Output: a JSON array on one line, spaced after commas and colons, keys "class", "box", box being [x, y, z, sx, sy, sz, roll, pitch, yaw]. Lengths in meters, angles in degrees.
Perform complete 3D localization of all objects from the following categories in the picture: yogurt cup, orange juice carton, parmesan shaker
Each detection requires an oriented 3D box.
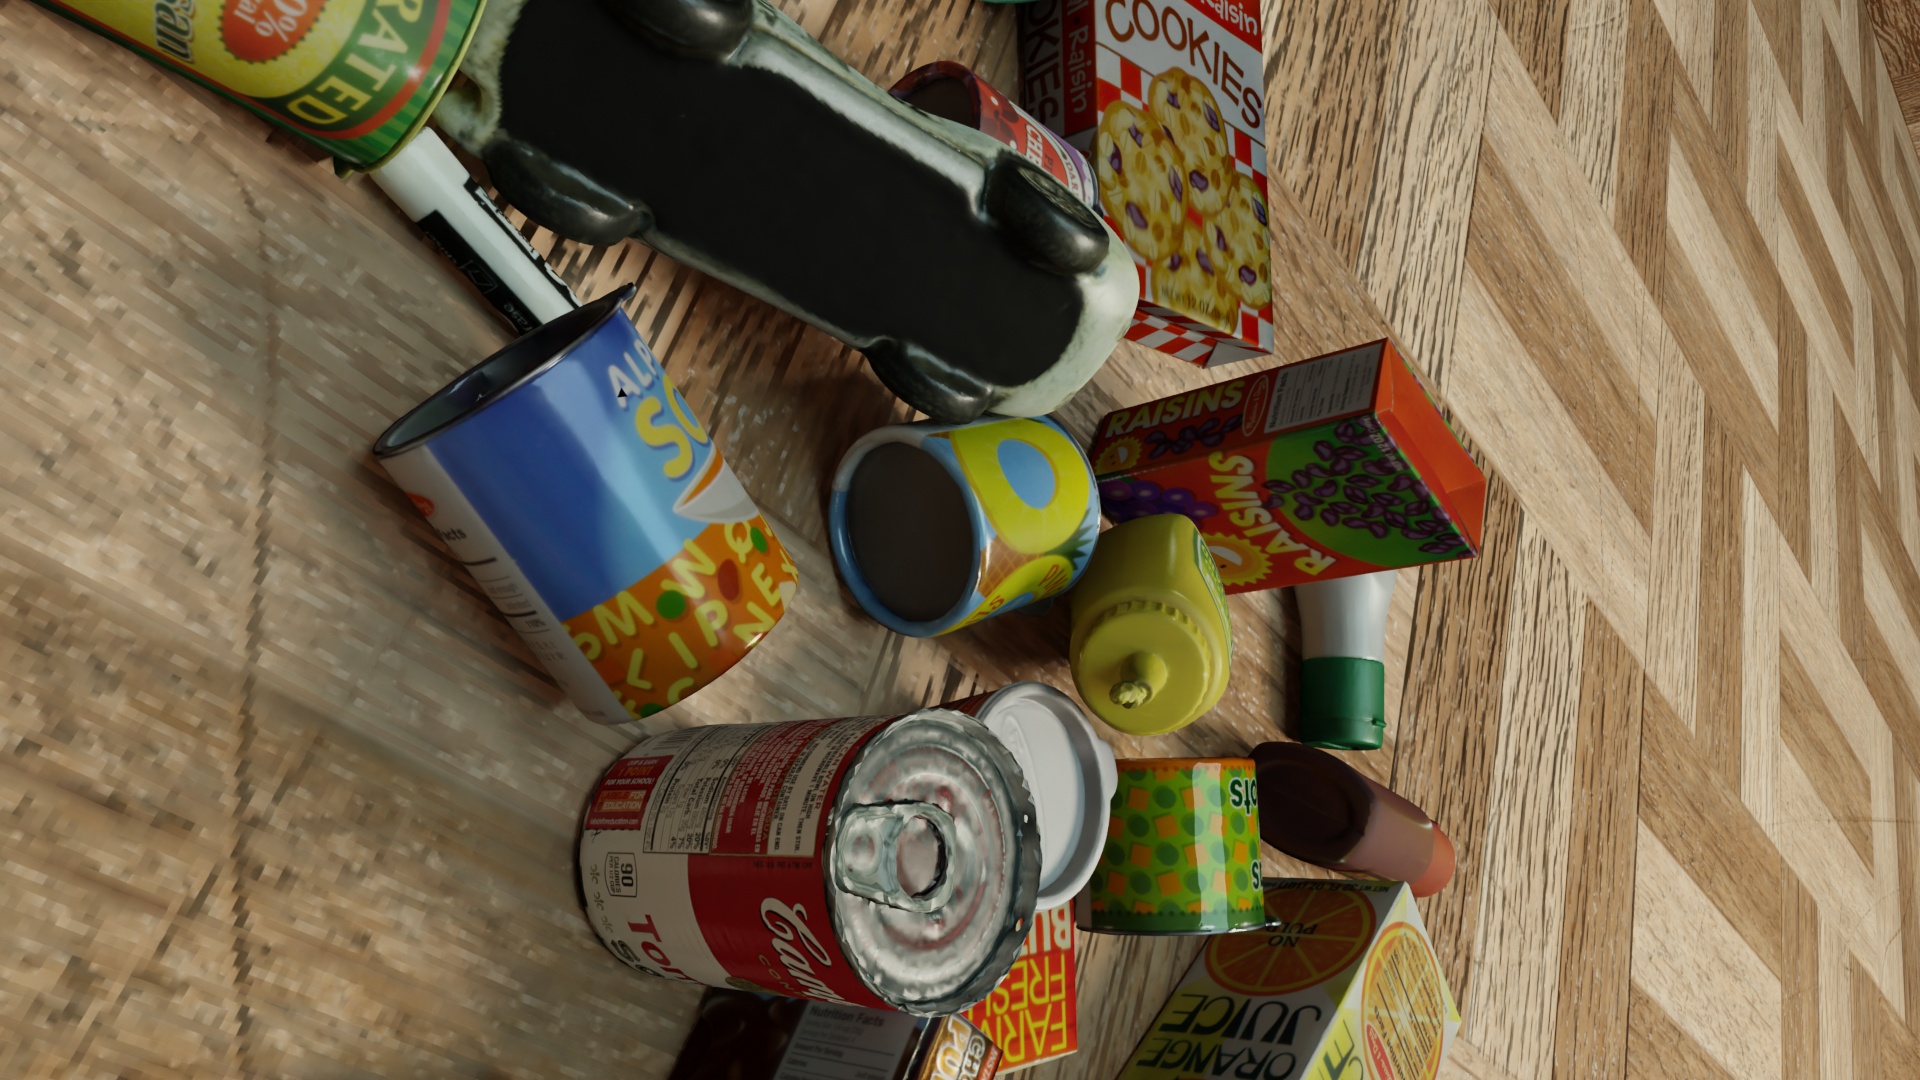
[{"class": "yogurt cup", "box": [0.005, 0.079, 0.430, 0.072, 0.054, 0.072, 12, 73, -45]}, {"class": "orange juice carton", "box": [0.109, 0.209, 0.503, 0.194, 0.071, 0.073, -39, 111, -44]}, {"class": "parmesan shaker", "box": [-0.161, -0.128, 0.288, 0.103, 0.071, 0.071, 24, 65, -42]}]

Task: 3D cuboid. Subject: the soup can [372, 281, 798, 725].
[{"class": "soup can", "box": [-0.086, -0.009, 0.339, 0.083, 0.071, 0.072, 58, 46, -22]}]

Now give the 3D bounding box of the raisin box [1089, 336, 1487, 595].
[{"class": "raisin box", "box": [0.121, -0.021, 0.526, 0.086, 0.123, 0.040, 43, 52, -34]}]

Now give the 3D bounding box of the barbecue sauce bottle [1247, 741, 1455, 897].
[{"class": "barbecue sauce bottle", "box": [0.176, 0.126, 0.603, 0.148, 0.065, 0.043, 30, 85, -49]}]

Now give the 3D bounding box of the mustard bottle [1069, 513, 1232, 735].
[{"class": "mustard bottle", "box": [0.063, 0.032, 0.459, 0.160, 0.049, 0.065, -45, 117, -76]}]

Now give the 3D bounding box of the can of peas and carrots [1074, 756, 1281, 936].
[{"class": "can of peas and carrots", "box": [0.075, 0.106, 0.488, 0.071, 0.071, 0.059, 9, 75, -46]}]

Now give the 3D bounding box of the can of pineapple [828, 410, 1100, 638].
[{"class": "can of pineapple", "box": [0.002, -0.005, 0.435, 0.058, 0.071, 0.071, -15, 93, -47]}]

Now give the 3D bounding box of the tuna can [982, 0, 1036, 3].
[{"class": "tuna can", "box": [0.018, -0.225, 0.502, 0.071, 0.071, 0.033, 5, 80, -47]}]

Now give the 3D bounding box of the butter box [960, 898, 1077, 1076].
[{"class": "butter box", "box": [-0.005, 0.140, 0.429, 0.103, 0.024, 0.053, 7, 77, -46]}]

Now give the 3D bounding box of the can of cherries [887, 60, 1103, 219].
[{"class": "can of cherries", "box": [0.004, -0.115, 0.457, 0.058, 0.071, 0.071, 25, 65, -42]}]

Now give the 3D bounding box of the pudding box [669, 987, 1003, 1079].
[{"class": "pudding box", "box": [-0.036, 0.140, 0.352, 0.030, 0.083, 0.050, 49, 49, -33]}]

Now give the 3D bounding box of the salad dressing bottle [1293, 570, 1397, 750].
[{"class": "salad dressing bottle", "box": [0.175, 0.020, 0.635, 0.064, 0.044, 0.148, 20, 68, -45]}]

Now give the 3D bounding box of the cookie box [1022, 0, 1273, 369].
[{"class": "cookie box", "box": [0.078, -0.166, 0.573, 0.123, 0.040, 0.167, 10, 75, -46]}]
